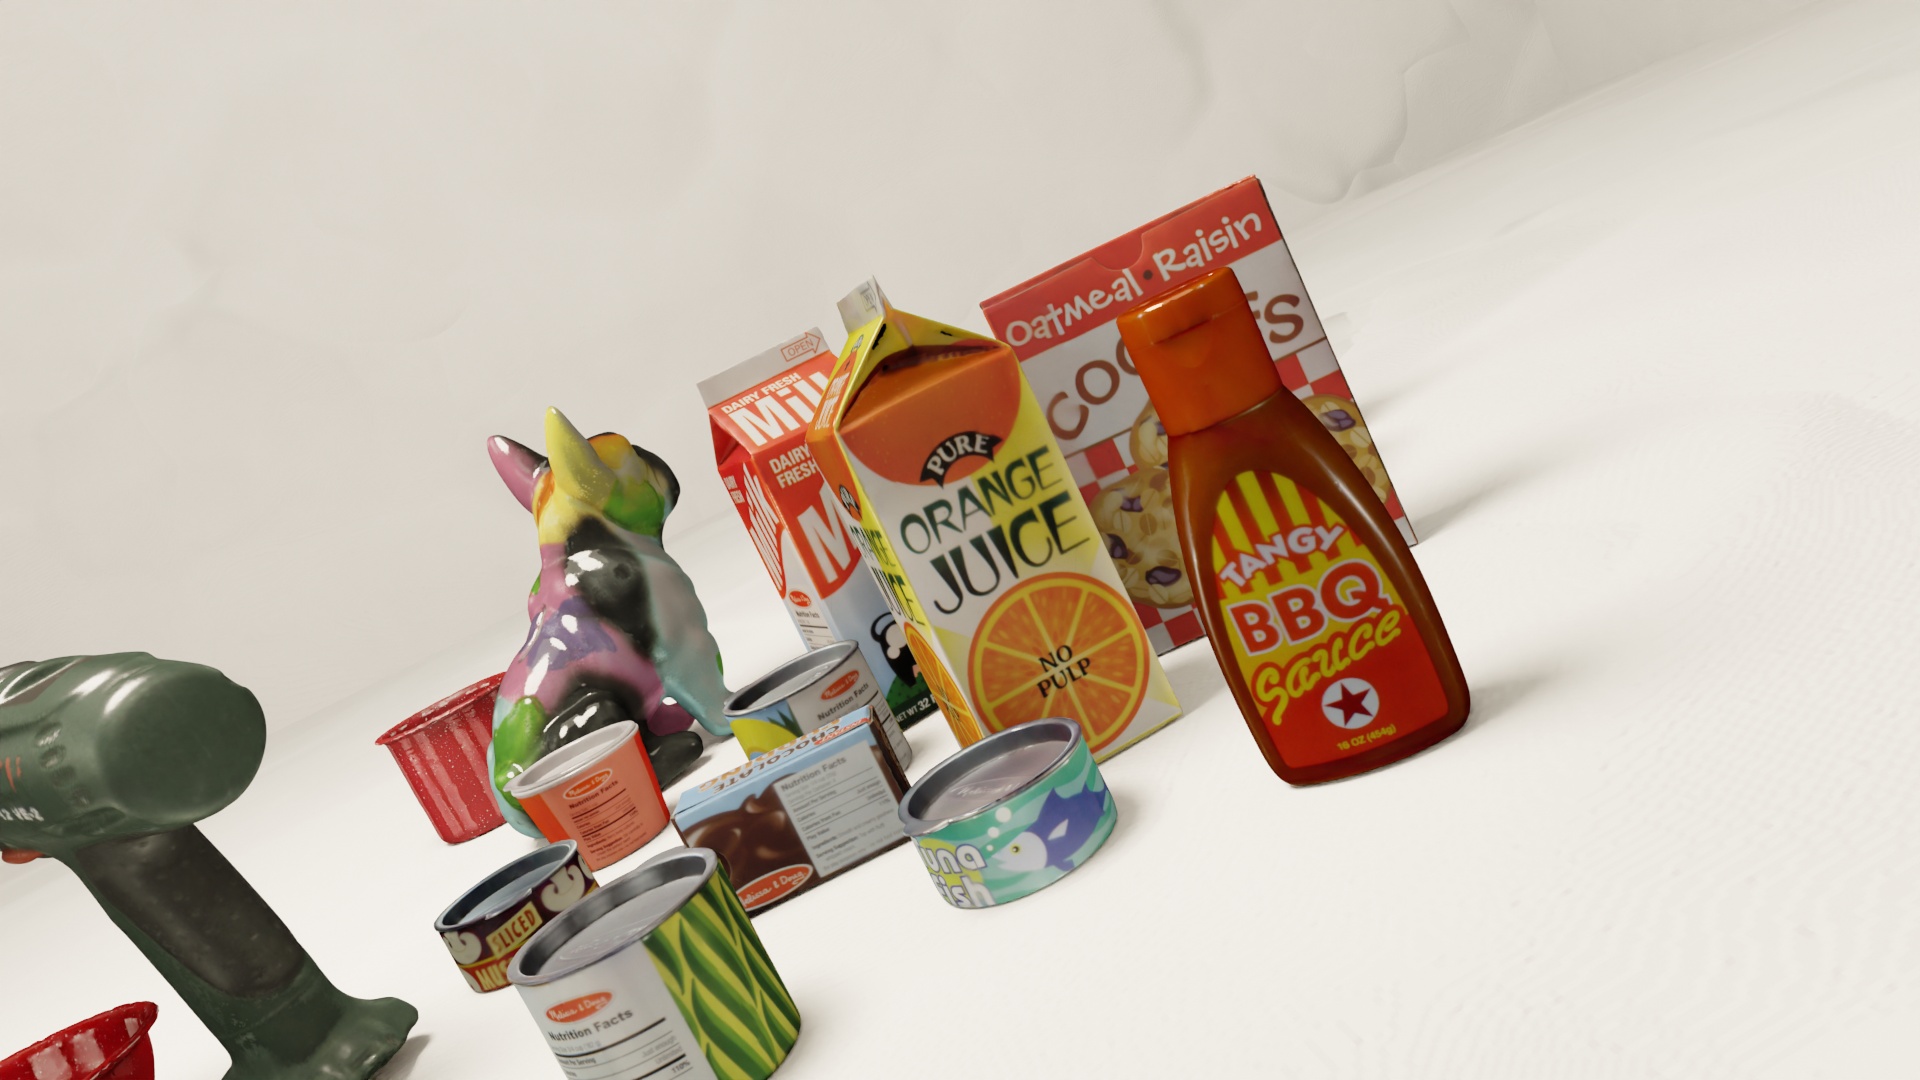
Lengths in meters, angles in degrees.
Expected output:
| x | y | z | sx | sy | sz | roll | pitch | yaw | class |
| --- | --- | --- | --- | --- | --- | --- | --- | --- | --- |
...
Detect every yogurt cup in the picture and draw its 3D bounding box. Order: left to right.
| x | y | z | sx | sy | sz | roll | pitch | yaw | class |
| --- | --- | --- | --- | --- | --- | --- | --- | --- | --- |
| -0.181 | 0.129 | 0.694 | 0.072 | 0.054 | 0.072 | -25 | 9 | 4 | yogurt cup |

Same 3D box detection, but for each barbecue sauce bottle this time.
| x | y | z | sx | sy | sz | roll | pitch | yaw | class |
| --- | --- | --- | --- | --- | --- | --- | --- | --- | --- |
| 0.092 | -0.005 | 0.406 | 0.065 | 0.148 | 0.044 | -23 | 9 | 18 | barbecue sauce bottle |

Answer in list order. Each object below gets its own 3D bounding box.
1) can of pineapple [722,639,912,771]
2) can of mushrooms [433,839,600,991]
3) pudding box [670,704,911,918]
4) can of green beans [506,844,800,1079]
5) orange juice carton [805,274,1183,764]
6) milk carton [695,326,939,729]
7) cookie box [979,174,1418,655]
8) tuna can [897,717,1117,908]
| x | y | z | sx | sy | sz | roll | pitch | yaw | class |
| --- | --- | --- | --- | --- | --- | --- | --- | --- | --- |
| -0.063 | 0.084 | 0.612 | 0.071 | 0.057 | 0.071 | -25 | 9 | 4 | can of pineapple |
| -0.187 | 0.161 | 0.596 | 0.071 | 0.033 | 0.071 | -25 | 9 | 4 | can of mushrooms |
| -0.061 | 0.103 | 0.526 | 0.084 | 0.049 | 0.030 | -26 | 9 | -1 | pudding box |
| -0.088 | 0.133 | 0.406 | 0.071 | 0.057 | 0.071 | -25 | 9 | 4 | can of green beans |
| 0.002 | -0.007 | 0.520 | 0.073 | 0.192 | 0.072 | -28 | 9 | -12 | orange juice carton |
| -0.058 | -0.006 | 0.687 | 0.072 | 0.190 | 0.073 | -29 | 9 | -21 | milk carton |
| 0.099 | -0.051 | 0.585 | 0.123 | 0.167 | 0.040 | -25 | 9 | 8 | cookie box |
| 0.014 | 0.089 | 0.452 | 0.071 | 0.032 | 0.071 | -25 | 9 | 4 | tuna can |
